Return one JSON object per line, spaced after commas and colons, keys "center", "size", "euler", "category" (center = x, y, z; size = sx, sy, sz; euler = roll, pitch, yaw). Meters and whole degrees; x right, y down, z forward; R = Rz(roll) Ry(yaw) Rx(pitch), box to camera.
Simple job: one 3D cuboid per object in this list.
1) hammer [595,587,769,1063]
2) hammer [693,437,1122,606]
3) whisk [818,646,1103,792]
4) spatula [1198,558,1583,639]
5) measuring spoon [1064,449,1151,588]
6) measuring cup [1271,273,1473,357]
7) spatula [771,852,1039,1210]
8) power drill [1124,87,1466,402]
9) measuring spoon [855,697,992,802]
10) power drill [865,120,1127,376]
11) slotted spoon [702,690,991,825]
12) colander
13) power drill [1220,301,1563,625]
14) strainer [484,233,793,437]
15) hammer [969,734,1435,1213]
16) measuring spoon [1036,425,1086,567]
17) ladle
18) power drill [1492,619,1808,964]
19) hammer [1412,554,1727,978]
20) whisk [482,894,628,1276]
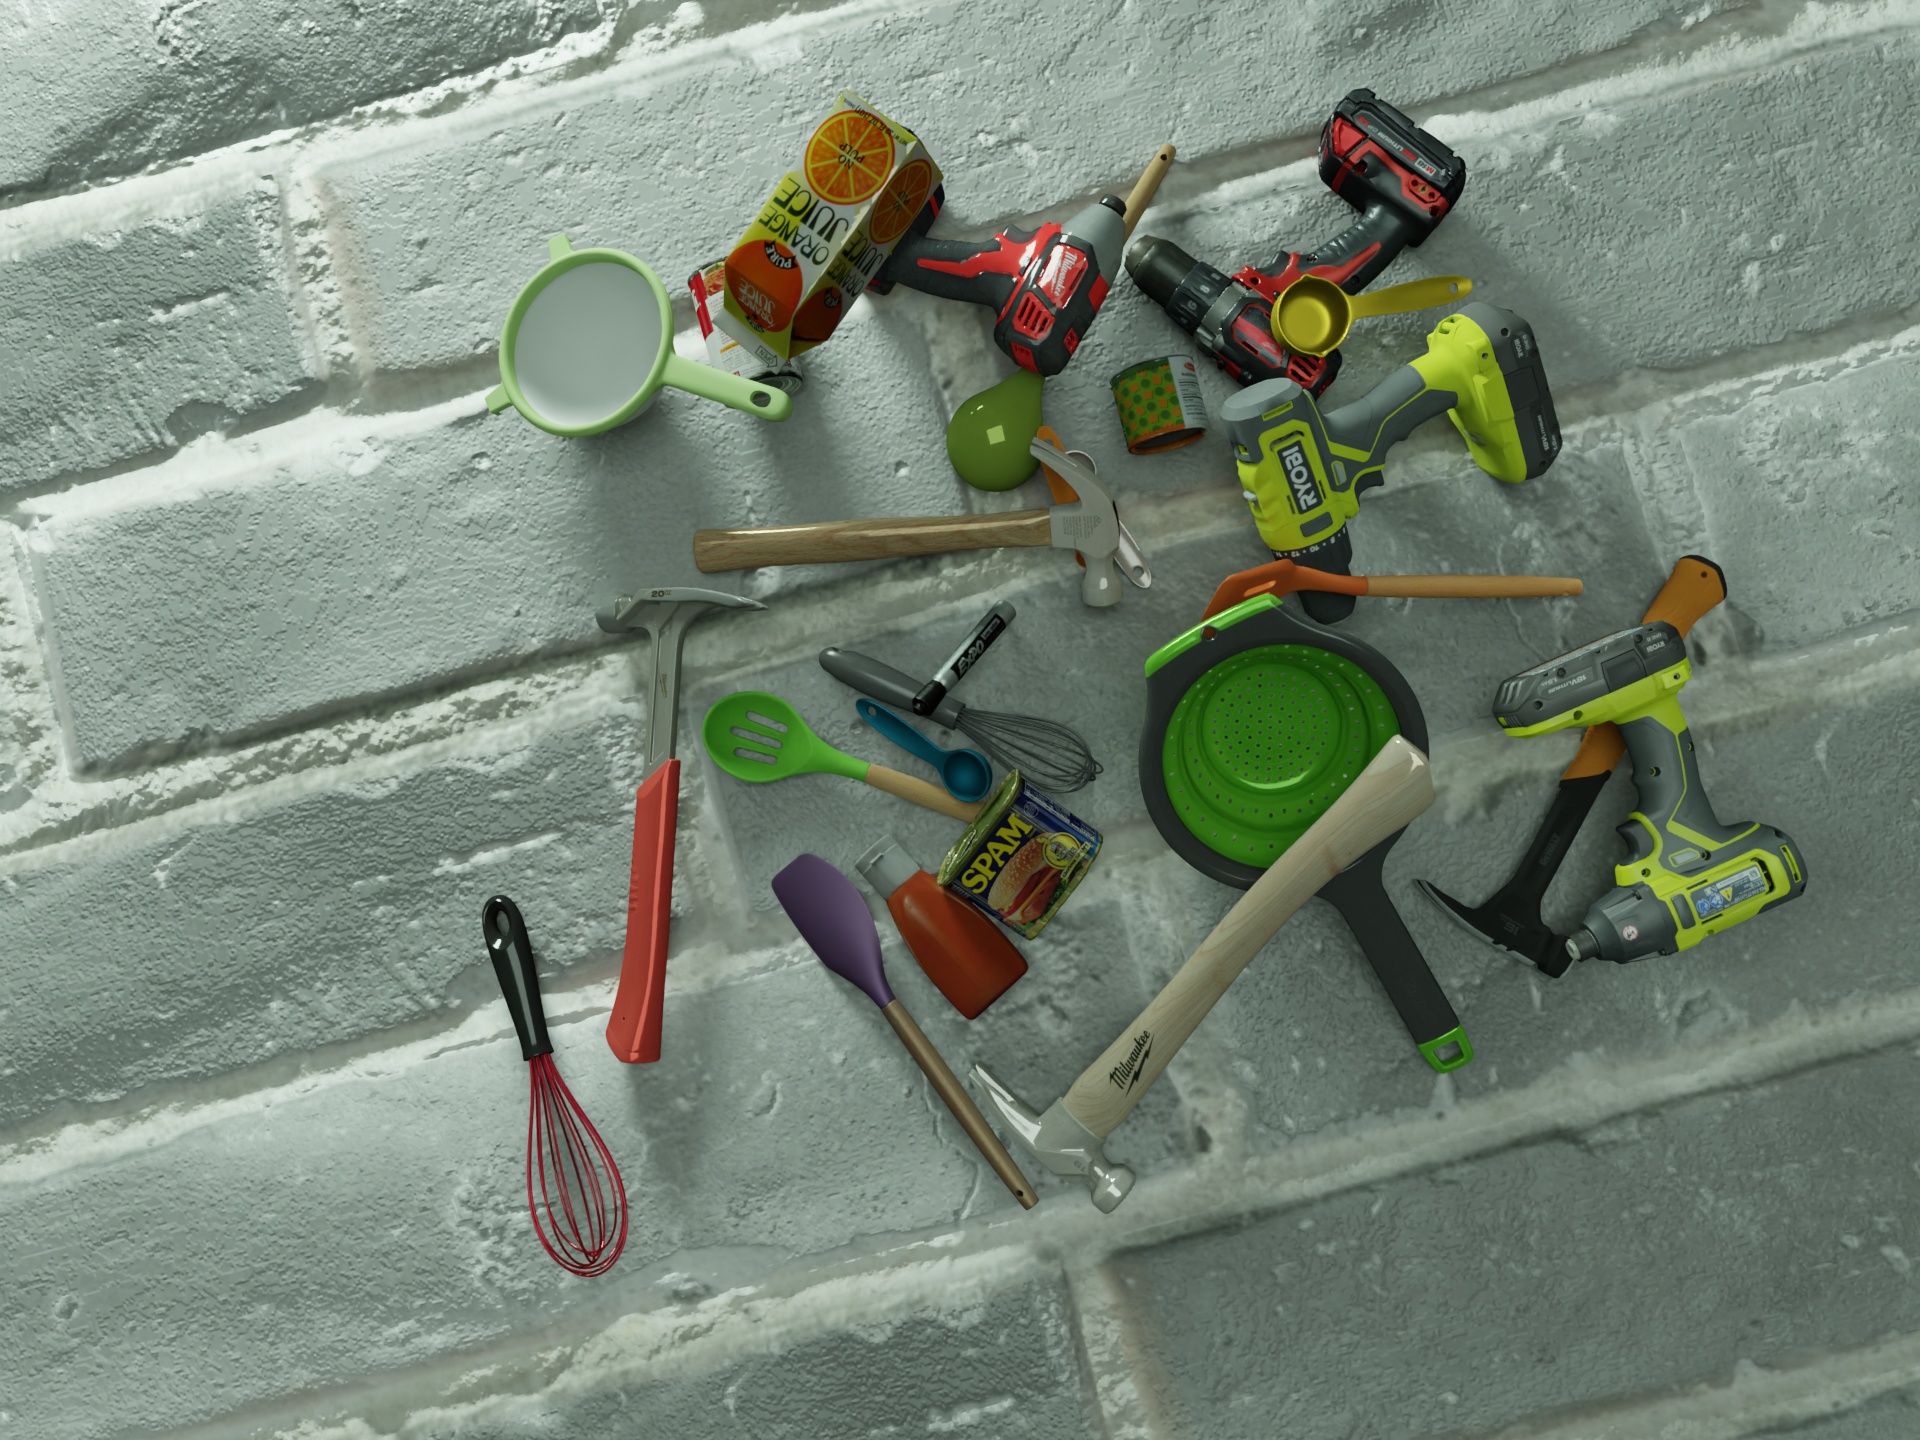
{"center": [-0.224, 0.079, 1.208], "size": [0.149, 0.036, 0.359], "euler": [2, 88, 30], "category": "hammer"}
{"center": [-0.044, -0.144, 1.226], "size": [0.331, 0.031, 0.130], "euler": [-3, 117, 8], "category": "hammer"}
{"center": [-0.001, -0.005, 1.224], "size": [0.239, 0.055, 0.055], "euler": [24, 86, 9], "category": "whisk"}
{"center": [0.323, -0.092, 1.181], "size": [0.322, 0.081, 0.041], "euler": [-1, 54, -15], "category": "spatula"}
{"center": [0.113, -0.156, 1.250], "size": [0.034, 0.018, 0.124], "euler": [-32, 91, -1], "category": "measuring spoon"}
{"center": [0.306, -0.308, 1.187], "size": [0.156, 0.029, 0.062], "euler": [-13, 93, -9], "category": "measuring cup"}
{"center": [-0.038, 0.235, 1.206], "size": [0.060, 0.018, 0.316], "euler": [-38, 81, 16], "category": "spatula"}
{"center": [0.257, -0.373, 1.234], "size": [0.188, 0.080, 0.226], "euler": [38, 90, 5], "category": "power drill"}
{"center": [-0.026, 0.017, 1.221], "size": [0.129, 0.021, 0.042], "euler": [34, 121, 19], "category": "measuring spoon"}
{"center": [0.016, -0.366, 1.217], "size": [0.220, 0.078, 0.143], "euler": [29, 86, 18], "category": "power drill"}
{"center": [-0.048, 0.051, 1.228], "size": [0.314, 0.031, 0.070], "euler": [19, 86, 2], "category": "slotted spoon"}
{"center": [0.274, 0.085, 1.187], "size": [0.204, 0.094, 0.397], "euler": [-29, 102, 12], "category": "colander"}
{"center": [0.325, -0.194, 1.195], "size": [0.228, 0.080, 0.190], "euler": [-26, 112, -2], "category": "power drill"}
{"center": [-0.233, -0.269, 1.229], "size": [0.256, 0.069, 0.151], "euler": [21, 89, 18], "category": "strainer"}
{"center": [0.180, 0.167, 1.146], "size": [0.146, 0.038, 0.410], "euler": [41, 104, 5], "category": "hammer"}
{"center": [0.082, -0.173, 1.232], "size": [0.021, 0.011, 0.116], "euler": [-22, 106, -3], "category": "measuring spoon"}
{"center": [0.088, -0.321, 1.258], "size": [0.078, 0.062, 0.320], "euler": [30, 79, 1], "category": "ladle"}
{"center": [0.485, 0.056, 1.148], "size": [0.171, 0.080, 0.223], "euler": [-23, 88, -1], "category": "power drill"}
{"center": [0.477, 0.020, 1.205], "size": [0.127, 0.034, 0.337], "euler": [30, 86, 4], "category": "hammer"}
{"center": [-0.315, 0.273, 1.203], "size": [0.073, 0.073, 0.296], "euler": [-19, 78, 0], "category": "whisk"}
